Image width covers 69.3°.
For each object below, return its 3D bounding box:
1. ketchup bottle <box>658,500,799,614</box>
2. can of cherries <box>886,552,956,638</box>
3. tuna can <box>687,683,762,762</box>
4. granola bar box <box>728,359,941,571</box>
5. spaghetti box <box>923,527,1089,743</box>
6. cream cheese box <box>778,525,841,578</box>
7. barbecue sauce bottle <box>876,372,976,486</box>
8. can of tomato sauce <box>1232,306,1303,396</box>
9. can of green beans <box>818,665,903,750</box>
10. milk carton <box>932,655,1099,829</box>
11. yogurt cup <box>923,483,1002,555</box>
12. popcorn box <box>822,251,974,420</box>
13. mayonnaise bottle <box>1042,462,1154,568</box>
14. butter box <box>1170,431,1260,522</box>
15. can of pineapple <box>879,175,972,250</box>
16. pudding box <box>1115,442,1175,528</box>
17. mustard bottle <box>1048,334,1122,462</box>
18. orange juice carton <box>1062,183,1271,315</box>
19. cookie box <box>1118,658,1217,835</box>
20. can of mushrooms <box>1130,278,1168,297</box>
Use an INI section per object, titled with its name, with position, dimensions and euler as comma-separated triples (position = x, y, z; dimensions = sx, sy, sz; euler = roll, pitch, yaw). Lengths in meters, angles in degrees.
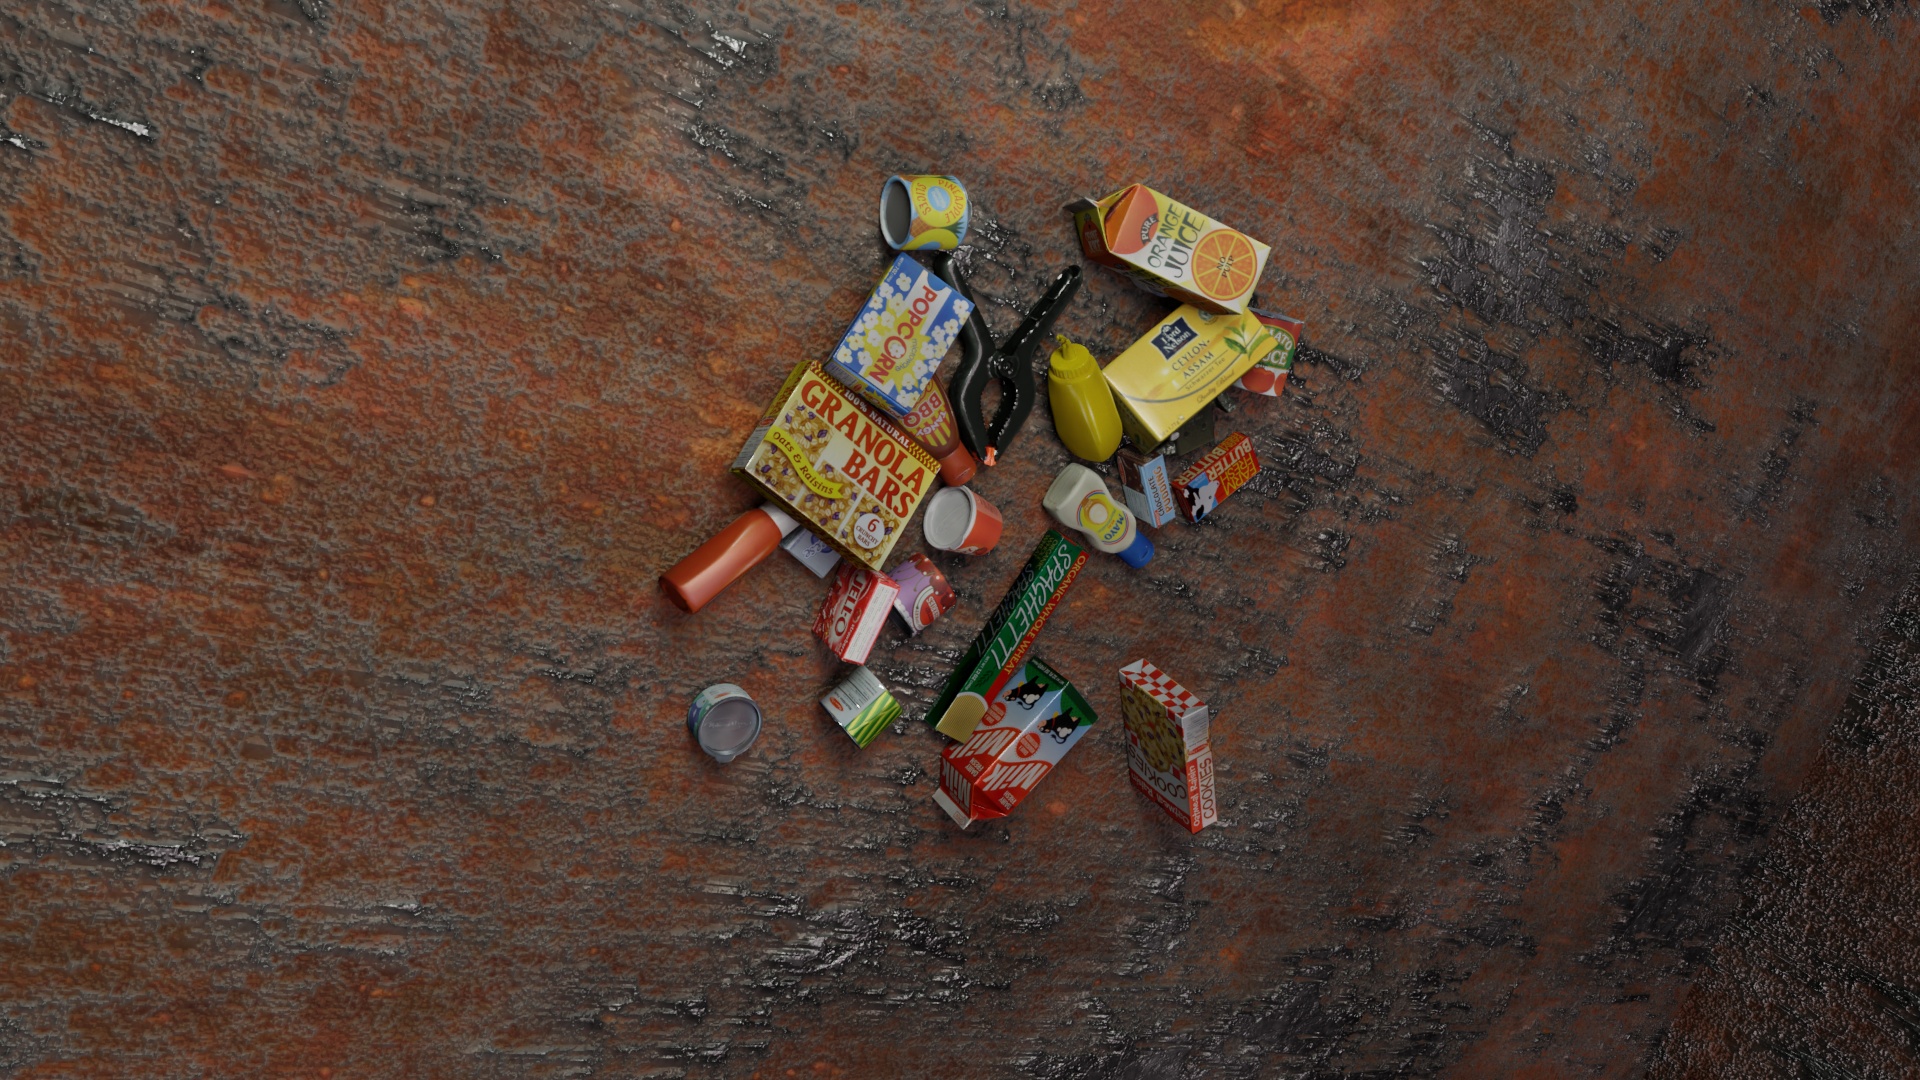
[ketchup bottle]
position = -0.203, 0.006, 1.268
dimensions = 0.149, 0.064, 0.043
euler = -40, 113, -22
[can of cherries]
position = -0.044, 0.055, 1.380
dimensions = 0.058, 0.071, 0.071
euler = -36, 125, -14
[tuna can]
position = -0.228, 0.176, 1.340
dimensions = 0.071, 0.033, 0.070
euler = -13, 116, -27
[granola bar box]
position = -0.112, -0.067, 1.274
dimensions = 0.165, 0.039, 0.124
euler = 39, 71, -29
[spaghetti box]
position = 0.050, 0.102, 1.485
dimensions = 0.050, 0.029, 0.250
euler = 33, 91, -38
[cream cheese box]
position = -0.121, -0.020, 1.329
dimensions = 0.104, 0.024, 0.053
euler = -51, 127, -3
[barbecue sauce bottle]
position = -0.034, -0.115, 1.331
dimensions = 0.065, 0.044, 0.148
euler = -38, 126, -6
[can of tomato sauce]
position = 0.327, -0.204, 1.502
dimensions = 0.071, 0.071, 0.082
euler = 3, 109, -33
[can of green beans]
position = -0.100, 0.168, 1.396
dimensions = 0.058, 0.071, 0.071
euler = -41, 126, -11
[milk carton]
position = 0.052, 0.227, 1.512
dimensions = 0.191, 0.072, 0.073
euler = -45, 127, -8
[yogurt cup]
position = 0.005, -0.017, 1.385
dimensions = 0.054, 0.072, 0.072
euler = 21, 98, -45
[popcorn box]
position = -0.056, -0.183, 1.252
dimensions = 0.085, 0.038, 0.127
euler = 35, 71, -14
[mayonnaise bottle]
position = 0.153, -0.021, 1.489
dimensions = 0.148, 0.041, 0.065
euler = 38, 86, -37
[butter box]
position = 0.288, -0.072, 1.562
dimensions = 0.104, 0.024, 0.053
euler = -38, 126, -12
[can of pineapple]
position = -0.032, -0.293, 1.240
dimensions = 0.058, 0.071, 0.070
euler = -8, 114, -29
[pudding box]
position = 0.199, -0.059, 1.496
dimensions = 0.030, 0.050, 0.083
euler = -30, 123, -20
[mustard bottle]
position = 0.119, -0.147, 1.383
dimensions = 0.049, 0.065, 0.159
euler = -49, 143, -23
[orange juice carton]
position = 0.193, -0.287, 1.344
dimensions = 0.193, 0.072, 0.073
euler = 21, 92, -16
[cookie box]
position = 0.238, 0.238, 1.602
dimensions = 0.040, 0.123, 0.166
euler = -22, 120, -22
[can of mushrooms]
position = 0.206, -0.285, 1.414
dimensions = 0.071, 0.033, 0.070
euler = -12, 116, -27
